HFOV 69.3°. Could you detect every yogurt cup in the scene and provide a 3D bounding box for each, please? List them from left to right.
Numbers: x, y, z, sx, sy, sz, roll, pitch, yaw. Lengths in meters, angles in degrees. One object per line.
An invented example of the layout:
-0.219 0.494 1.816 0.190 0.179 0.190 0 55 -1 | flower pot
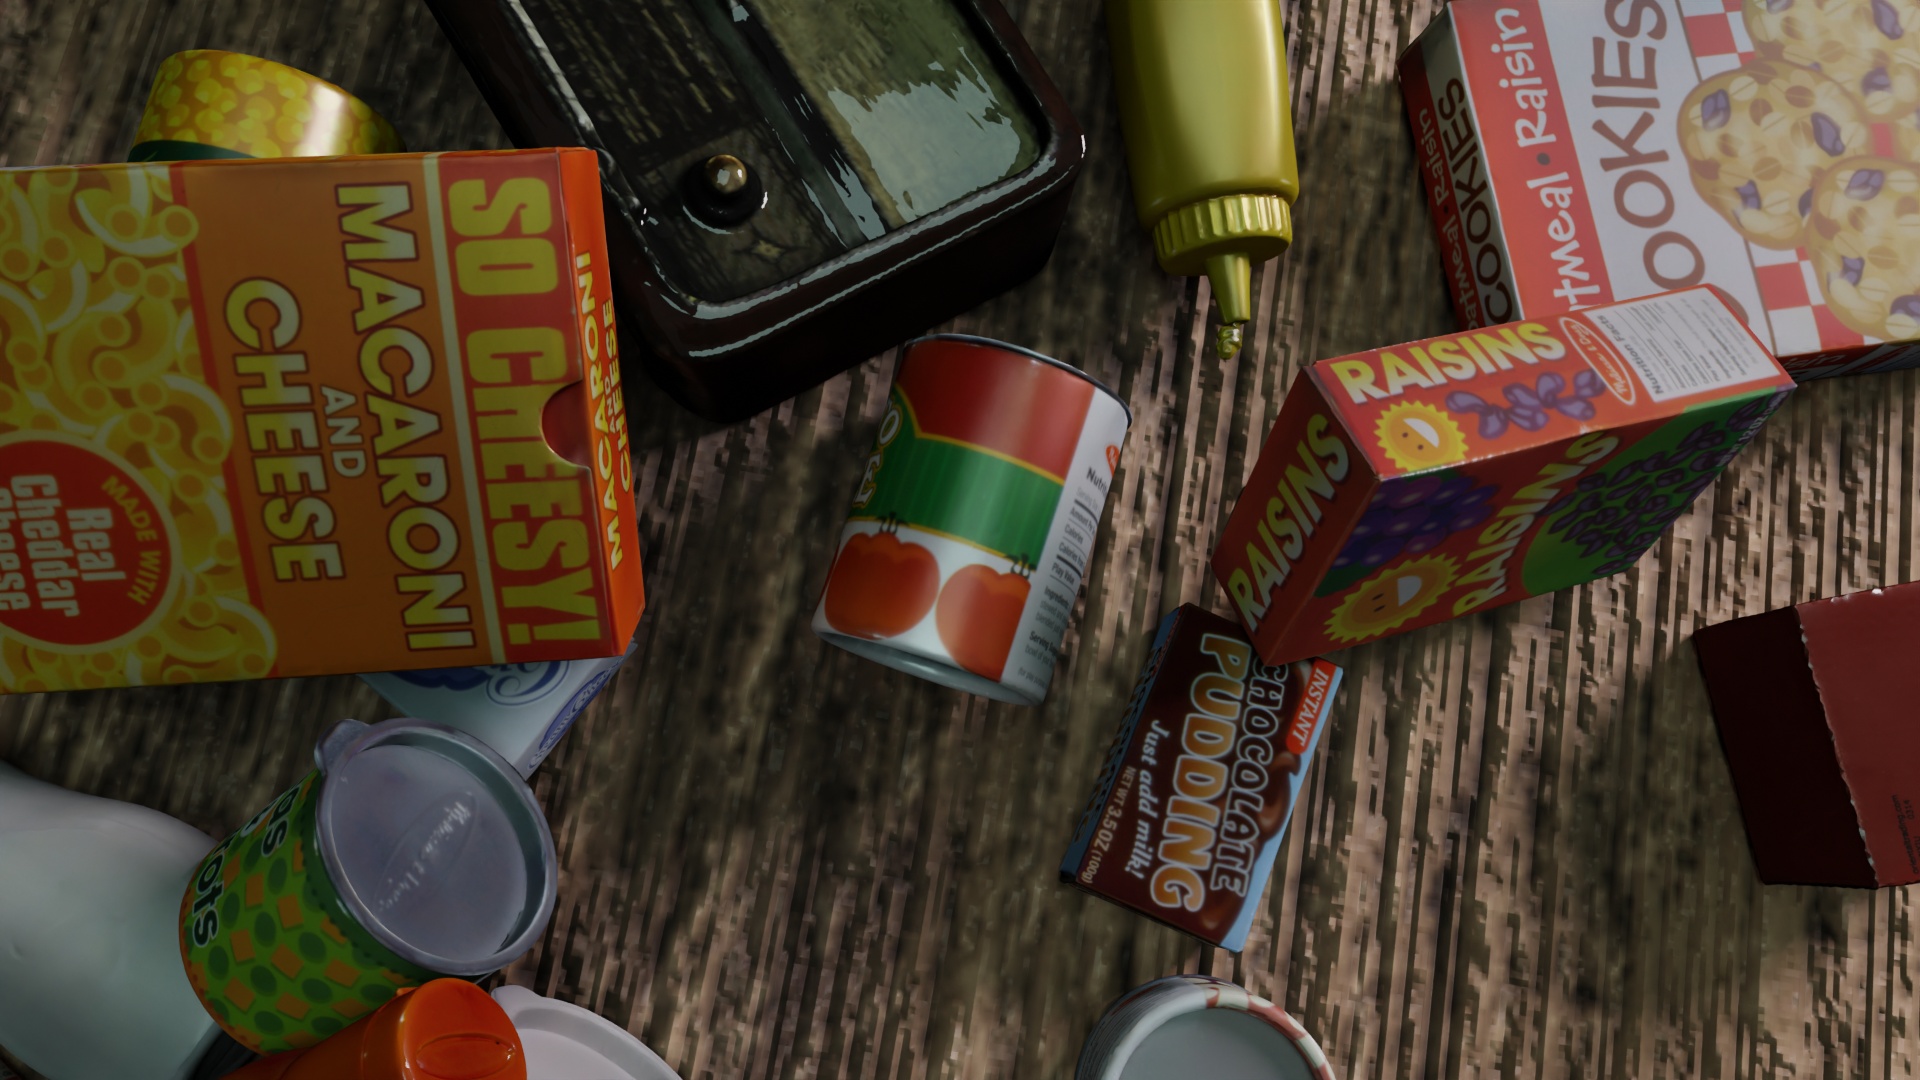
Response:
-0.101 0.155 0.340 0.072 0.072 0.054 35 87 4 | yogurt cup

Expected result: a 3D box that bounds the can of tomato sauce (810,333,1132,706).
0.001 -0.005 0.378 0.071 0.071 0.083 18 79 1 | can of tomato sauce

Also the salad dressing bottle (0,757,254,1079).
-0.242 0.084 0.357 0.148 0.044 0.064 34 81 5 | salad dressing bottle

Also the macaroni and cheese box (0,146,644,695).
-0.168 -0.028 0.335 0.166 0.040 0.123 -3 107 -3 | macaroni and cheese box

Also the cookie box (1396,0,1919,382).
0.232 -0.108 0.426 0.168 0.040 0.123 -8 79 -6 | cookie box

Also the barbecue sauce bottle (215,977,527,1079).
-0.165 0.147 0.313 0.148 0.065 0.044 -32 63 14 | barbecue sauce bottle

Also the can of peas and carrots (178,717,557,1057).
-0.146 0.085 0.340 0.058 0.071 0.071 -35 81 22 | can of peas and carrots

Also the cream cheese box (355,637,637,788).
-0.148 0.017 0.386 0.104 0.024 0.053 37 80 5 | cream cheese box

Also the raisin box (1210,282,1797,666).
0.136 -0.017 0.363 0.124 0.085 0.040 -13 58 -17 | raisin box

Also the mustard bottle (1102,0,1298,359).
0.072 -0.131 0.412 0.049 0.065 0.160 -7 85 1 | mustard bottle

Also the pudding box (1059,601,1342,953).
0.067 0.065 0.384 0.050 0.030 0.084 24 78 1 | pudding box

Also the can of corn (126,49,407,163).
-0.193 -0.093 0.382 0.071 0.071 0.058 10 77 -1 | can of corn

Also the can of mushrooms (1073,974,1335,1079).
0.066 0.152 0.365 0.071 0.033 0.071 1 78 -3 | can of mushrooms
